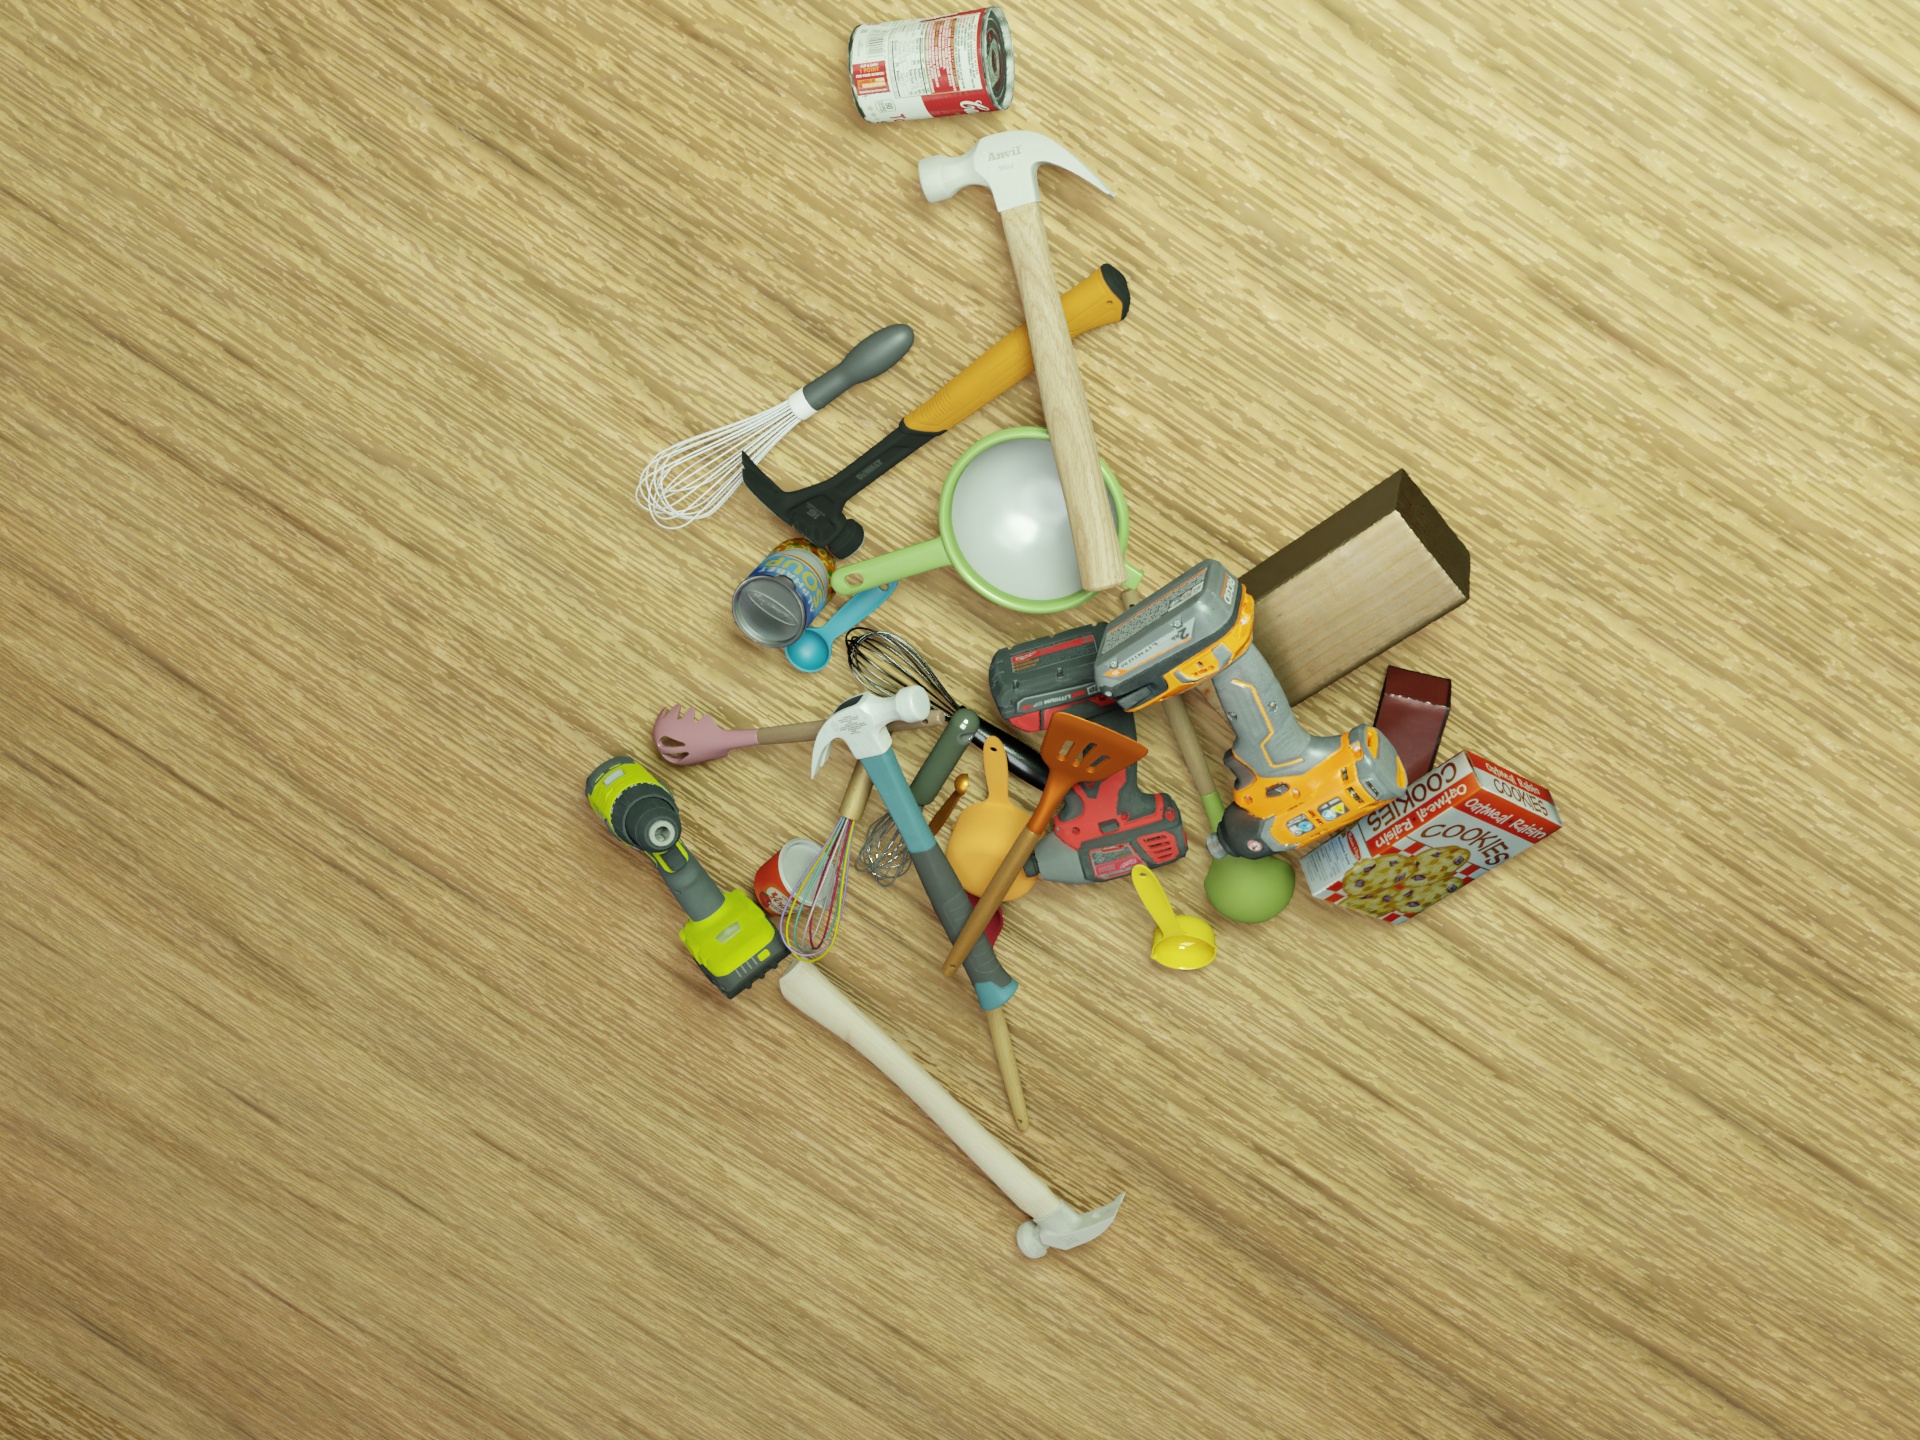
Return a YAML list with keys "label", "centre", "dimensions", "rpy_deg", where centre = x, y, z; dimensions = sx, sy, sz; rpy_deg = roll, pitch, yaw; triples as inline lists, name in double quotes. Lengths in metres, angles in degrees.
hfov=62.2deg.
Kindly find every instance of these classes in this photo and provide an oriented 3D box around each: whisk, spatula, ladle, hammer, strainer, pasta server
- label: "whisk"
  centre: [-0.038, 0.069, 1.408]
  dimensions: [0.057, 0.059, 0.246]
  rpy_deg: [-3, 144, -30]
- label: "spatula"
  centre: [0.050, 0.111, 1.315]
  dimensions: [0.081, 0.041, 0.322]
  rpy_deg: [23, 125, -8]
- label: "ladle"
  centre: [0.200, 0.032, 1.339]
  dimensions: [0.078, 0.062, 0.320]
  rpy_deg: [-19, 104, 20]
- label: "hammer"
  centre: [-0.015, -0.247, 1.229]
  dimensions: [0.337, 0.034, 0.127]
  rpy_deg: [-31, 135, 27]
- label: "whisk"
  centre: [-0.151, -0.240, 1.289]
  dimensions: [0.284, 0.070, 0.070]
  rpy_deg: [-28, 107, 24]
- label: "strainer"
  centre: [0.016, -0.152, 1.269]
  dimensions: [0.256, 0.069, 0.151]
  rpy_deg: [-15, 111, 24]
- label: "hammer"
  centre: [0.072, -0.257, 1.153]
  dimensions: [0.130, 0.031, 0.331]
  rpy_deg: [-11, 103, 17]
- label: "whisk"
  centre: [-0.103, 0.107, 1.437]
  dimensions: [0.051, 0.047, 0.245]
  rpy_deg: [12, 104, -36]
- label: "ladle"
  centre: [0.032, 0.277, 1.537]
  dimensions: [0.069, 0.031, 0.315]
  rpy_deg: [0, 120, 24]
- label: "hammer"
  centre: [-0.027, 0.120, 1.388]
  dimensions: [0.128, 0.033, 0.330]
  rpy_deg: [-11, 117, 30]
- label: "whisk"
  centre: [-0.001, -0.005, 1.377]
  dimensions: [0.239, 0.055, 0.055]
  rpy_deg: [35, 124, -8]
- label: "hammer"
  centre: [-0.017, 0.382, 1.598]
  dimensions: [0.410, 0.038, 0.146]
  rpy_deg: [45, 131, -7]
- label: "pasta server"
  centre: [-0.152, 0.008, 1.417]
  dimensions: [0.316, 0.040, 0.060]
  rpy_deg: [-6, 117, 28]

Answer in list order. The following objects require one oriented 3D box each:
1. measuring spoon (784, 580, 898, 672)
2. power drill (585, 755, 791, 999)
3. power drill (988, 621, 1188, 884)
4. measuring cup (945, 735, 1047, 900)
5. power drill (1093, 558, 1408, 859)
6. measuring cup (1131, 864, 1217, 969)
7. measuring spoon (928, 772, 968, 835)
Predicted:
- label: "measuring spoon"
  centre: [-0.100, -0.089, 1.382]
  dimensions: [0.128, 0.021, 0.042]
  rpy_deg: [-37, 103, 22]
- label: "power drill"
  centre: [-0.254, 0.144, 1.475]
  dimensions: [0.080, 0.191, 0.228]
  rpy_deg: [-37, 113, -13]
- label: "power drill"
  centre: [0.100, 0.040, 1.334]
  dimensions: [0.143, 0.079, 0.219]
  rpy_deg: [-15, 117, 6]
- label: "measuring cup"
  centre: [0.027, 0.091, 1.393]
  dimensions: [0.095, 0.052, 0.173]
  rpy_deg: [9, 136, 15]
- label: "power drill"
  centre: [0.201, 0.008, 1.187]
  dimensions: [0.164, 0.084, 0.226]
  rpy_deg: [-34, 109, 32]
- label: "measuring cup"
  centre: [0.181, 0.165, 1.394]
  dimensions: [0.062, 0.029, 0.156]
  rpy_deg: [-12, 134, 21]
- label: "measuring spoon"
  centre: [-0.016, 0.079, 1.424]
  dimensions: [0.011, 0.021, 0.116]
  rpy_deg: [13, 146, -15]
